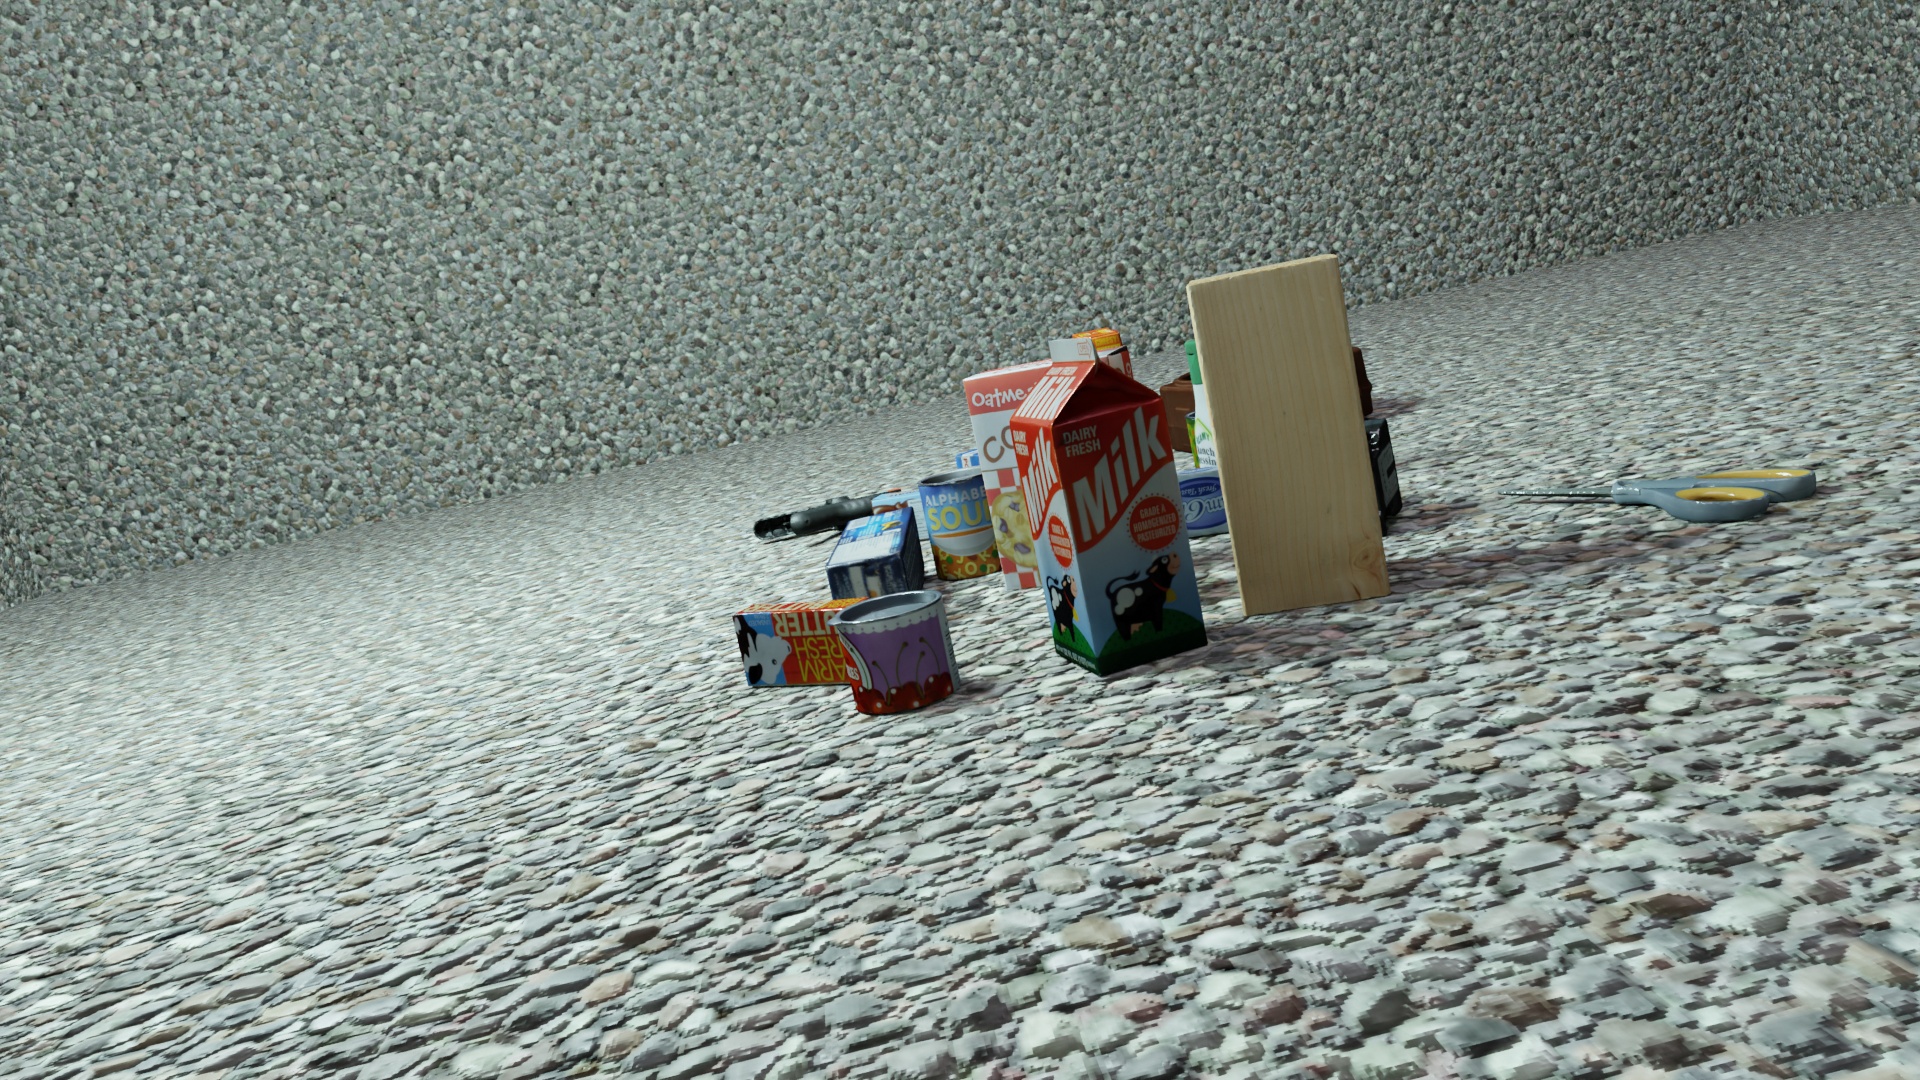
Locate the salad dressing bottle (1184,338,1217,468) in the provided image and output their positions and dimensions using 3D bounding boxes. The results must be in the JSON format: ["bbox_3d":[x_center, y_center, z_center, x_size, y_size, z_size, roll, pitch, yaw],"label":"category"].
[{"bbox_3d":[0.226,-0.104,1.212,0.044,0.147,0.064,-14,10,-12],"label":"salad dressing bottle"}]

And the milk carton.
[{"bbox_3d":[0.083,-0.025,0.818,0.073,0.190,0.072,-15,10,-16],"label":"milk carton"}]

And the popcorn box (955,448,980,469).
[{"bbox_3d":[0.060,-0.054,1.311,0.127,0.085,0.038,-19,12,-36],"label":"popcorn box"}]

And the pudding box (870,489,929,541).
[{"bbox_3d":[-0.042,-0.025,1.371,0.083,0.049,0.030,-8,10,21],"label":"pudding box"}]

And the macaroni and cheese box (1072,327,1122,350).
[{"bbox_3d":[0.145,-0.116,1.321,0.040,0.166,0.124,-12,10,3],"label":"macaroni and cheese box"}]

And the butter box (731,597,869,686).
[{"bbox_3d":[-0.100,0.068,0.914,0.103,0.053,0.024,-6,11,33],"label":"butter box"}]

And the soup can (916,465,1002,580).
[{"bbox_3d":[0.004,-0.015,1.159,0.071,0.083,0.071,-12,10,2],"label":"soup can"}]

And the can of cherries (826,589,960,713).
[{"bbox_3d":[-0.040,0.067,0.832,0.071,0.058,0.071,-12,10,2],"label":"can of cherries"}]

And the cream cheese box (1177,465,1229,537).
[{"bbox_3d":[0.194,-0.031,1.113,0.104,0.053,0.024,-9,10,15],"label":"cream cheese box"}]

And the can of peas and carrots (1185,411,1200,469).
[{"bbox_3d":[0.270,-0.107,1.432,0.071,0.058,0.071,-12,10,2],"label":"can of peas and carrots"}]

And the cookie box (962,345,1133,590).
[{"bbox_3d":[0.079,-0.052,1.040,0.123,0.167,0.040,-6,11,31],"label":"cookie box"}]
